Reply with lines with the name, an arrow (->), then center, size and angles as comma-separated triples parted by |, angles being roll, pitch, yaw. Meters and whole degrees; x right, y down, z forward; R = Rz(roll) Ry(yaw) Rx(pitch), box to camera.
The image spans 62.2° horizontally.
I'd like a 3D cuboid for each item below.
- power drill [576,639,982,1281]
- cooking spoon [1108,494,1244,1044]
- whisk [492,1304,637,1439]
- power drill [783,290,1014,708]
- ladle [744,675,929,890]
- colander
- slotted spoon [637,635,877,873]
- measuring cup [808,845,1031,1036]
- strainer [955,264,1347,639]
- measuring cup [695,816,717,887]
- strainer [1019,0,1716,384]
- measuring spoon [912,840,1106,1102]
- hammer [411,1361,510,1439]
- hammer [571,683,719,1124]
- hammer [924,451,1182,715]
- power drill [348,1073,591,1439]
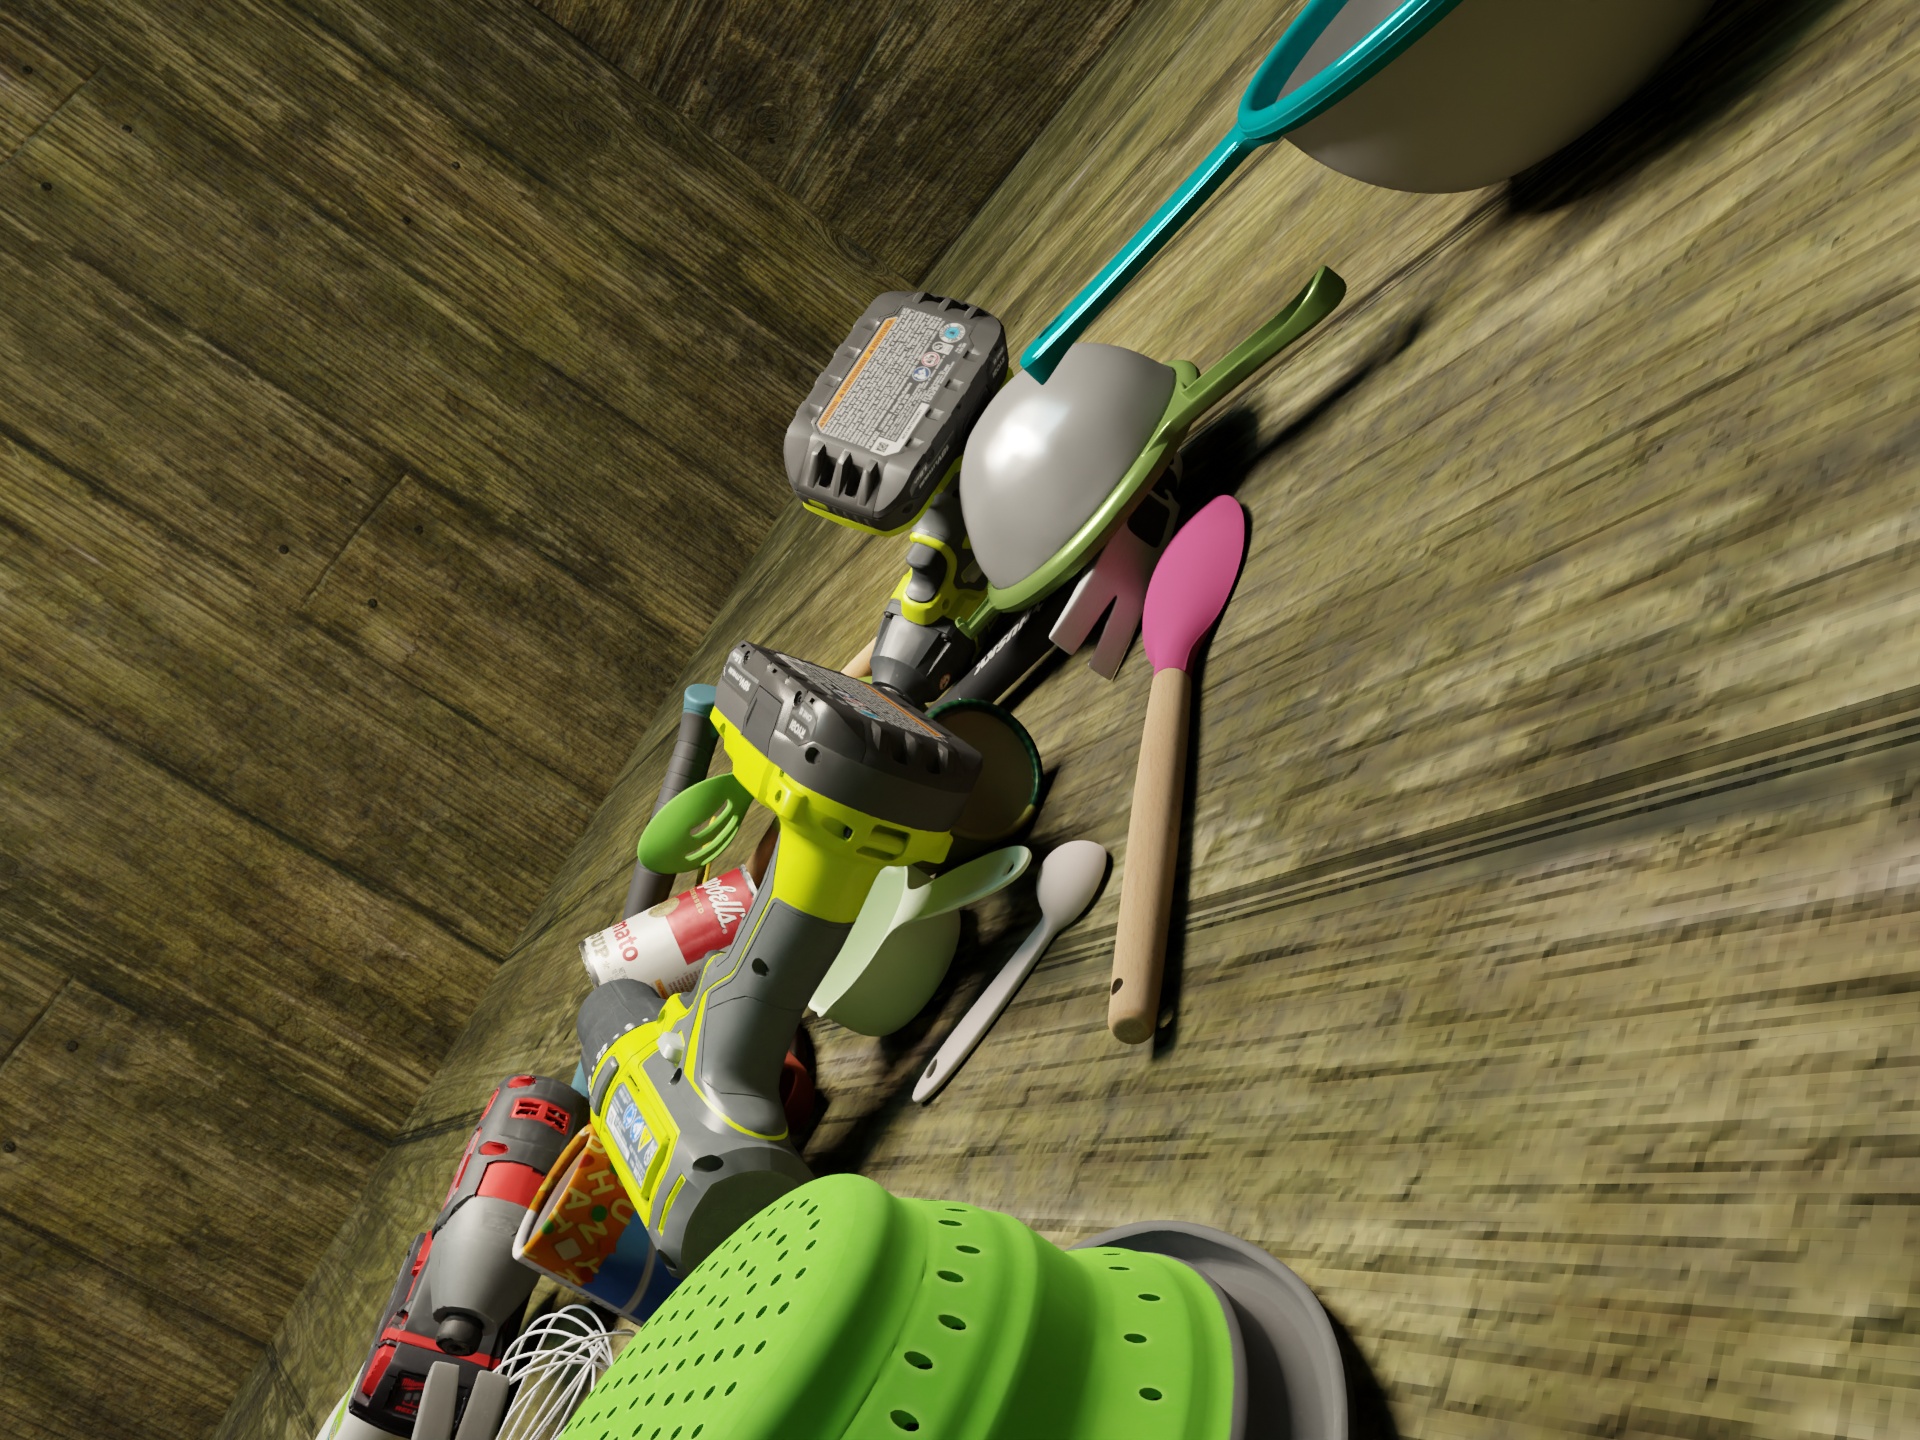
power drill -> -0.092, 0.090, 0.666 | 0.191, 0.080, 0.228 | 34, 102, 58
cooking spoon -> 0.077, 0.000, 0.596 | 0.068, 0.017, 0.319 | -48, 15, 34
whisk -> -0.222, 0.366, 0.724 | 0.284, 0.070, 0.070 | -56, 12, 23
power drill -> -0.019, -0.109, 0.882 | 0.171, 0.080, 0.223 | -60, -22, -21
ladle -> -0.117, 0.095, 1.040 | 0.320, 0.062, 0.078 | -57, 5, 30
colander -> -0.045, 0.170, 0.405 | 0.204, 0.094, 0.397 | -47, 7, -12
slotted spoon -> -0.091, -0.008, 1.050 | 0.314, 0.031, 0.070 | -47, -30, -28
measuring cup -> -0.007, 0.087, 0.659 | 0.167, 0.038, 0.083 | -32, 29, 52
strainer -> 0.067, -0.146, 0.723 | 0.256, 0.069, 0.151 | -33, 25, 55
measuring cup -> -0.159, 0.129, 1.034 | 0.062, 0.029, 0.157 | -53, 26, 43
strainer -> 0.167, -0.228, 0.610 | 0.340, 0.095, 0.211 | -42, 17, 28
measuring spoon -> 0.013, 0.094, 0.602 | 0.124, 0.018, 0.034 | -55, 13, 10
hammer -> -0.273, 0.365, 0.735 | 0.359, 0.036, 0.149 | -35, 38, 61
hammer -> -0.210, 0.134, 1.036 | 0.128, 0.033, 0.331 | 42, -116, -80
hammer -> -0.001, -0.003, 0.847 | 0.334, 0.035, 0.146 | -45, 17, 41
power drill -> -0.263, 0.303, 0.861 | 0.143, 0.078, 0.219 | -81, 16, -47
